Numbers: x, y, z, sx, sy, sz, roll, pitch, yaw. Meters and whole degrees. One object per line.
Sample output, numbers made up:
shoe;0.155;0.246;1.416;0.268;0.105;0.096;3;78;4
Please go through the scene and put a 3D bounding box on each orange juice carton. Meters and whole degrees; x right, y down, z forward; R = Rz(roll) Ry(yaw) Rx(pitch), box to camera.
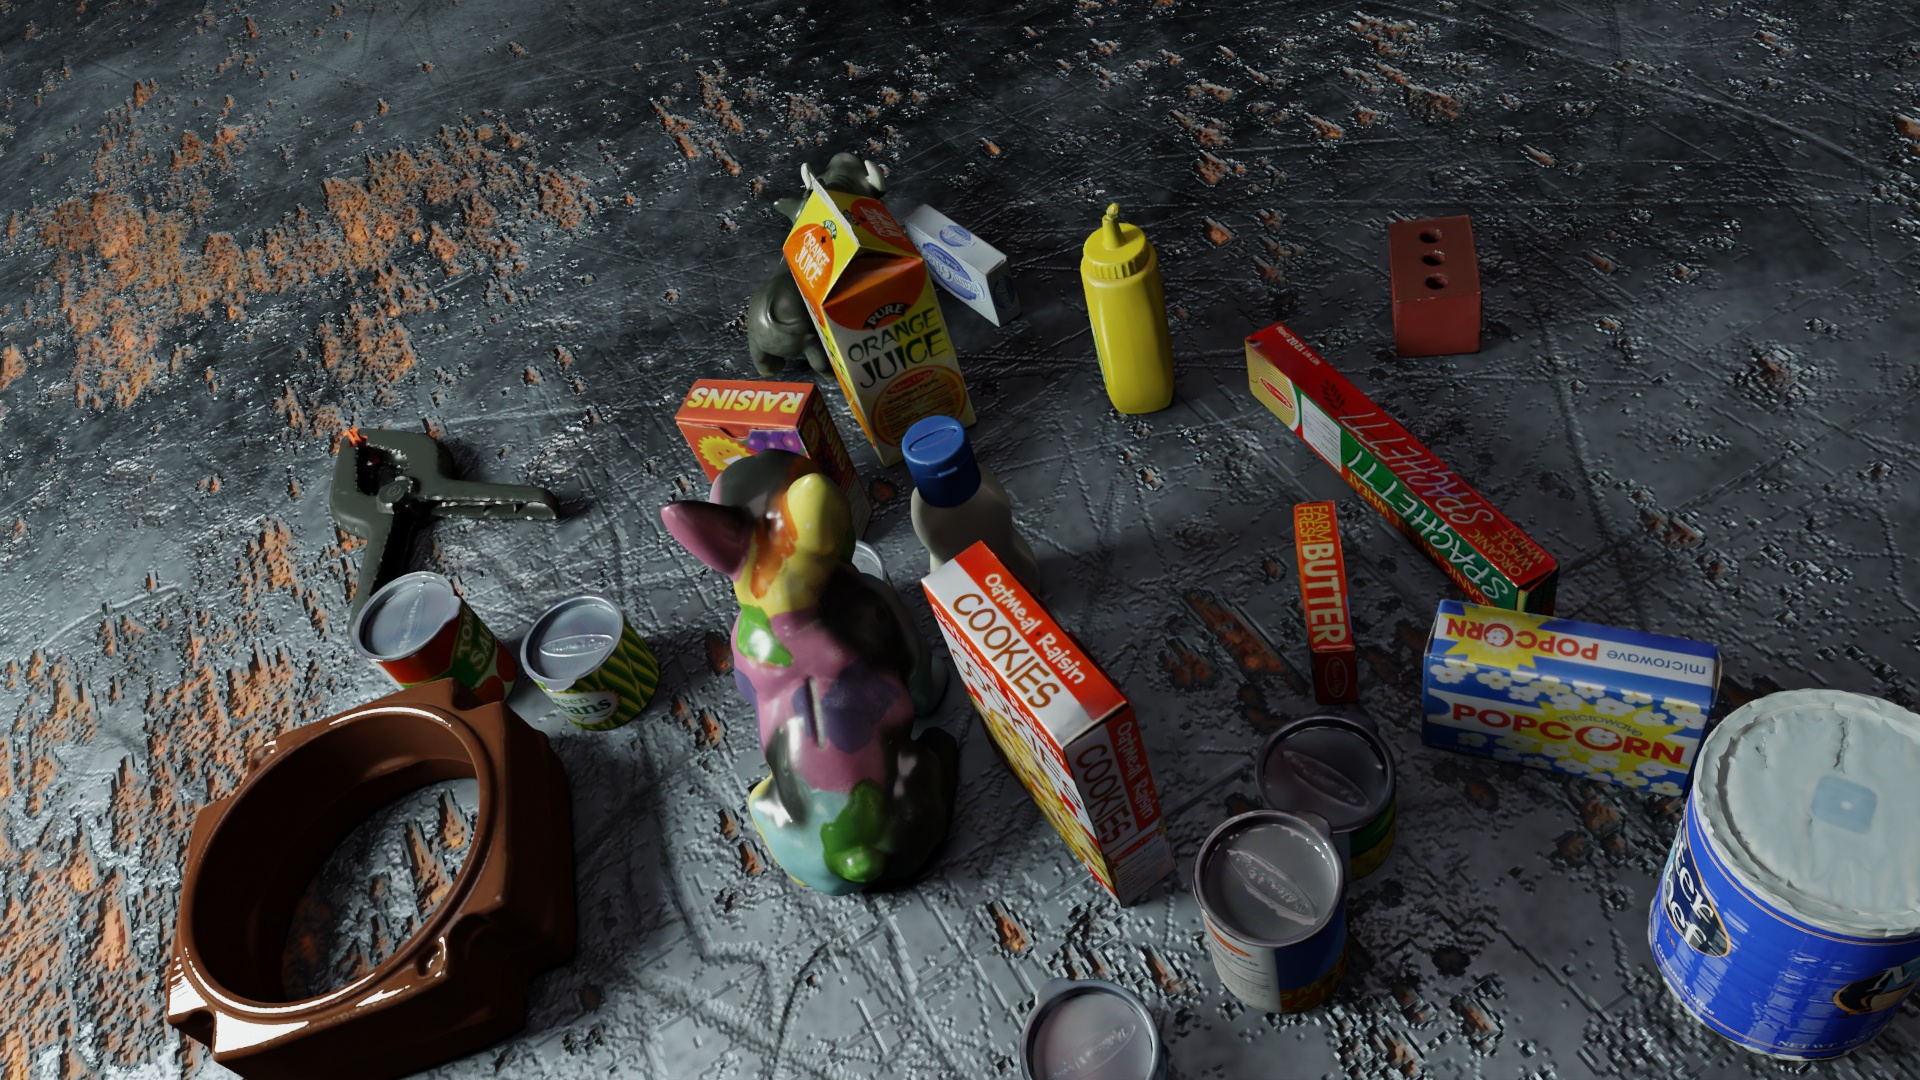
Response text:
orange juice carton;-0.055;-0.145;0.899;0.073;0.191;0.072;-27;49;-6

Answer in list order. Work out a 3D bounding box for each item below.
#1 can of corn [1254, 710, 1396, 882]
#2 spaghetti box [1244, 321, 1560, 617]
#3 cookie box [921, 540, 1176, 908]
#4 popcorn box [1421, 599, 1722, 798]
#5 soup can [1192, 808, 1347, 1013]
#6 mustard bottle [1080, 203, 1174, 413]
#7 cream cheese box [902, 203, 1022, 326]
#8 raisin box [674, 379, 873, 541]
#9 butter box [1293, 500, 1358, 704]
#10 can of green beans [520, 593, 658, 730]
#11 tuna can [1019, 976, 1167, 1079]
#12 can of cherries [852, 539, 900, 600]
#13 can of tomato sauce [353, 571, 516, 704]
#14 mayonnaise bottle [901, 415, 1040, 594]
can of corn;0.184;0.127;0.692;0.071;0.058;0.071;-8;50;10
spaghetti box;0.252;-0.042;0.815;0.029;0.050;0.251;-30;49;-8
cookie box;0.046;0.093;0.689;0.040;0.166;0.123;-33;50;-11
popcorn box;0.295;0.077;0.681;0.127;0.084;0.038;10;55;24
soup can;0.148;0.172;0.648;0.071;0.083;0.072;-9;50;10
mustard bottle;0.104;-0.151;0.877;0.049;0.159;0.065;-9;50;10
cream cheese box;0.001;-0.203;1.022;0.024;0.053;0.104;-37;51;-14
raisin box;-0.116;-0.046;0.882;0.086;0.122;0.040;5;54;21
butter box;0.201;0.033;0.767;0.024;0.053;0.104;-6;50;13
can of green beans;-0.228;0.076;0.859;0.071;0.057;0.071;-8;50;10
tuna can;0.061;0.242;0.651;0.071;0.032;0.071;-8;50;10
can of cherries;-0.071;0.041;0.840;0.071;0.058;0.072;-8;50;10
can of tomato sauce;-0.328;0.070;0.877;0.071;0.082;0.071;-9;50;10
mayonnaise bottle;0.003;-0.010;0.800;0.065;0.147;0.041;-23;49;-2
